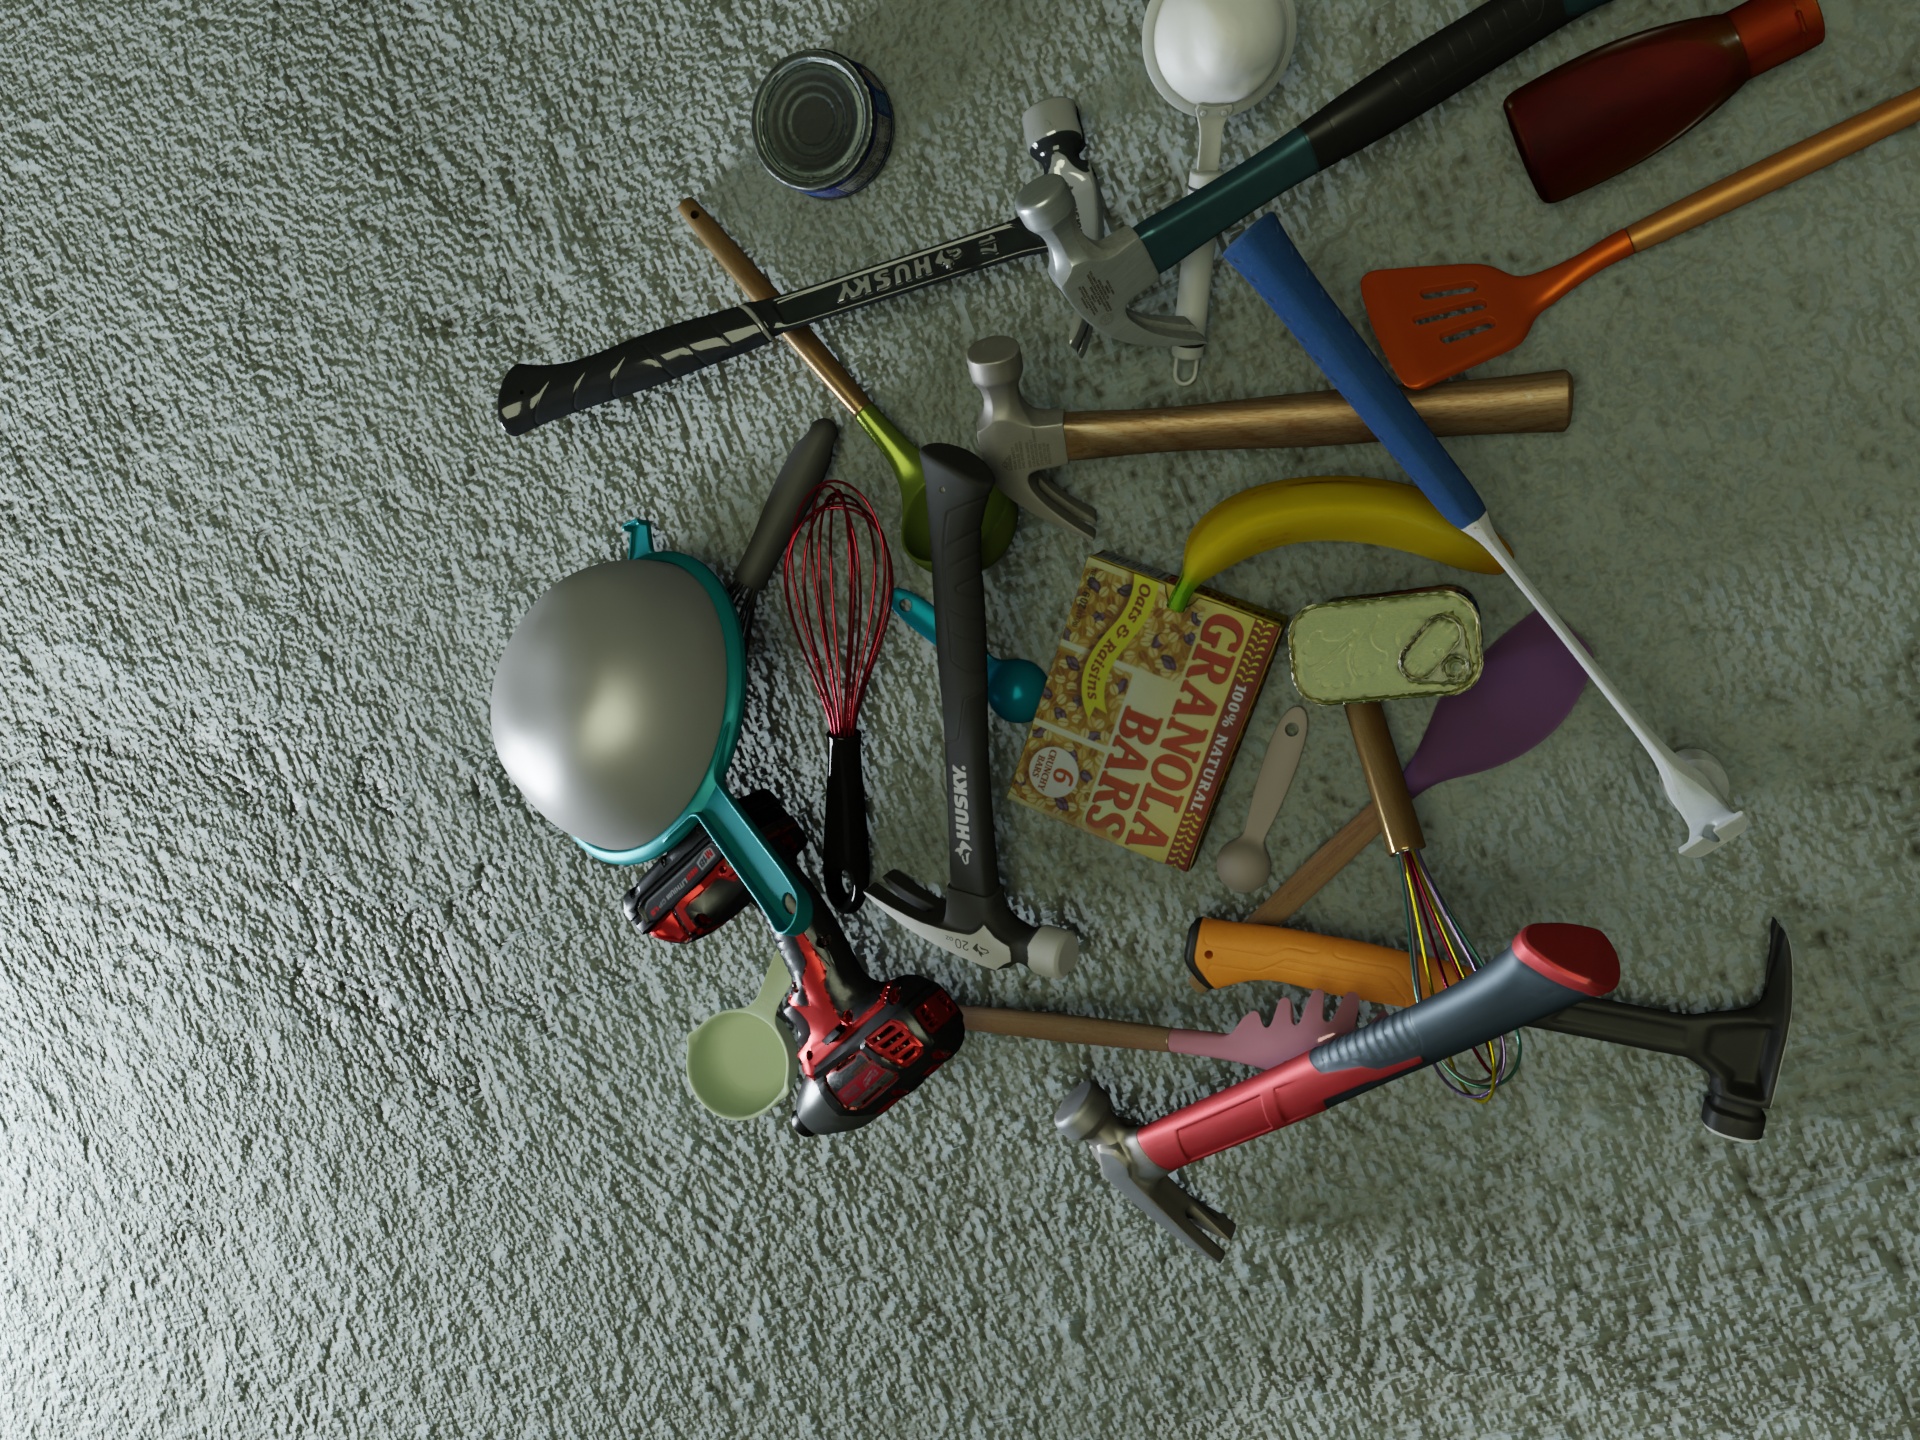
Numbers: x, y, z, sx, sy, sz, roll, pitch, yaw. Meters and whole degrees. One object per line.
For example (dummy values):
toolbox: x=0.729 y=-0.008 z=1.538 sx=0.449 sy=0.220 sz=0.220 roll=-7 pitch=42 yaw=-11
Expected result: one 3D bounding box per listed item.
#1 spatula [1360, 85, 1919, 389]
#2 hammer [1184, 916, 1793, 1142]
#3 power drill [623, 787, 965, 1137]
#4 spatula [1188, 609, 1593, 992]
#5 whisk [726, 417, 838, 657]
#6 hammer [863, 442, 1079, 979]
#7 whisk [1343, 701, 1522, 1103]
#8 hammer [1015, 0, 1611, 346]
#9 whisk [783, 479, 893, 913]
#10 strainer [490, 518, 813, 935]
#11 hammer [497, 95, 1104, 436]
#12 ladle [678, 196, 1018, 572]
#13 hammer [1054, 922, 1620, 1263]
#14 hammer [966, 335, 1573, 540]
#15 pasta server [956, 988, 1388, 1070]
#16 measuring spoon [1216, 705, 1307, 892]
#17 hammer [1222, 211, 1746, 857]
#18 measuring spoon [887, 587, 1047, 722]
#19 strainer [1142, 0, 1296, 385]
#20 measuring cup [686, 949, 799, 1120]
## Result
spatula: x=0.376 y=-0.268 z=0.837 sx=0.322 sy=0.041 sz=0.081 roll=-24 pitch=66 yaw=20
hammer: x=0.301 y=0.153 z=0.933 sx=0.337 sy=0.034 sz=0.127 roll=8 pitch=103 yaw=14
power drill: x=-0.112 y=0.167 z=1.047 sx=0.220 sy=0.078 sz=0.143 roll=49 pitch=116 yaw=8
spatula: x=0.249 y=0.061 z=0.954 sx=0.316 sy=0.018 sz=0.060 roll=-47 pitch=68 yaw=21
whisk: x=-0.141 y=-0.093 z=1.053 sx=0.055 sy=0.055 sz=0.239 roll=32 pitch=105 yaw=12
hammer: x=-0.002 y=-0.003 z=0.973 sx=0.146 sy=0.035 sz=0.334 roll=12 pitch=118 yaw=31
whisk: x=0.264 y=0.094 z=0.905 sx=0.051 sy=0.047 sz=0.245 roll=-18 pitch=72 yaw=15
hammer: x=0.198 y=-0.314 z=0.851 sx=0.331 sy=0.033 sz=0.128 roll=-31 pitch=131 yaw=7
whisk: x=-0.077 y=-0.010 z=1.041 sx=0.073 sy=0.073 sz=0.295 roll=6 pitch=108 yaw=19
strainer: x=-0.205 y=0.019 z=0.986 sx=0.341 sy=0.095 sz=0.211 roll=45 pitch=111 yaw=41
hammer: x=-0.106 y=-0.246 z=0.982 sx=0.409 sy=0.036 sz=0.149 roll=-14 pitch=82 yaw=16
ladle: x=-0.079 y=-0.218 z=1.004 sx=0.078 sy=0.062 sz=0.320 roll=-40 pitch=82 yaw=1
hammer: x=0.213 y=0.210 z=0.890 sx=0.143 sy=0.038 sz=0.386 roll=43 pitch=137 yaw=-6
hammer: x=0.174 y=-0.169 z=0.912 sx=0.331 sy=0.031 sz=0.129 roll=-2 pitch=134 yaw=12
pasta server: x=0.111 y=0.192 z=0.998 sx=0.316 sy=0.040 sz=0.060 roll=-1 pitch=132 yaw=33
measuring spoon: x=0.187 y=0.050 z=0.975 sx=0.034 sy=0.018 sz=0.124 roll=21 pitch=105 yaw=15
hammer: x=0.276 y=-0.097 z=0.831 sx=0.035 sy=0.144 sz=0.405 roll=-39 pitch=90 yaw=22
measuring spoon: x=0.001 y=-0.044 z=1.022 sx=0.128 sy=0.021 sz=0.042 roll=38 pitch=110 yaw=8
strainer: x=0.139 y=-0.308 z=0.884 sx=0.087 sy=0.050 sz=0.258 roll=-4 pitch=124 yaw=-9
measuring cup: x=-0.130 y=0.198 z=1.112 sx=0.083 sy=0.038 sz=0.167 roll=26 pitch=90 yaw=14
